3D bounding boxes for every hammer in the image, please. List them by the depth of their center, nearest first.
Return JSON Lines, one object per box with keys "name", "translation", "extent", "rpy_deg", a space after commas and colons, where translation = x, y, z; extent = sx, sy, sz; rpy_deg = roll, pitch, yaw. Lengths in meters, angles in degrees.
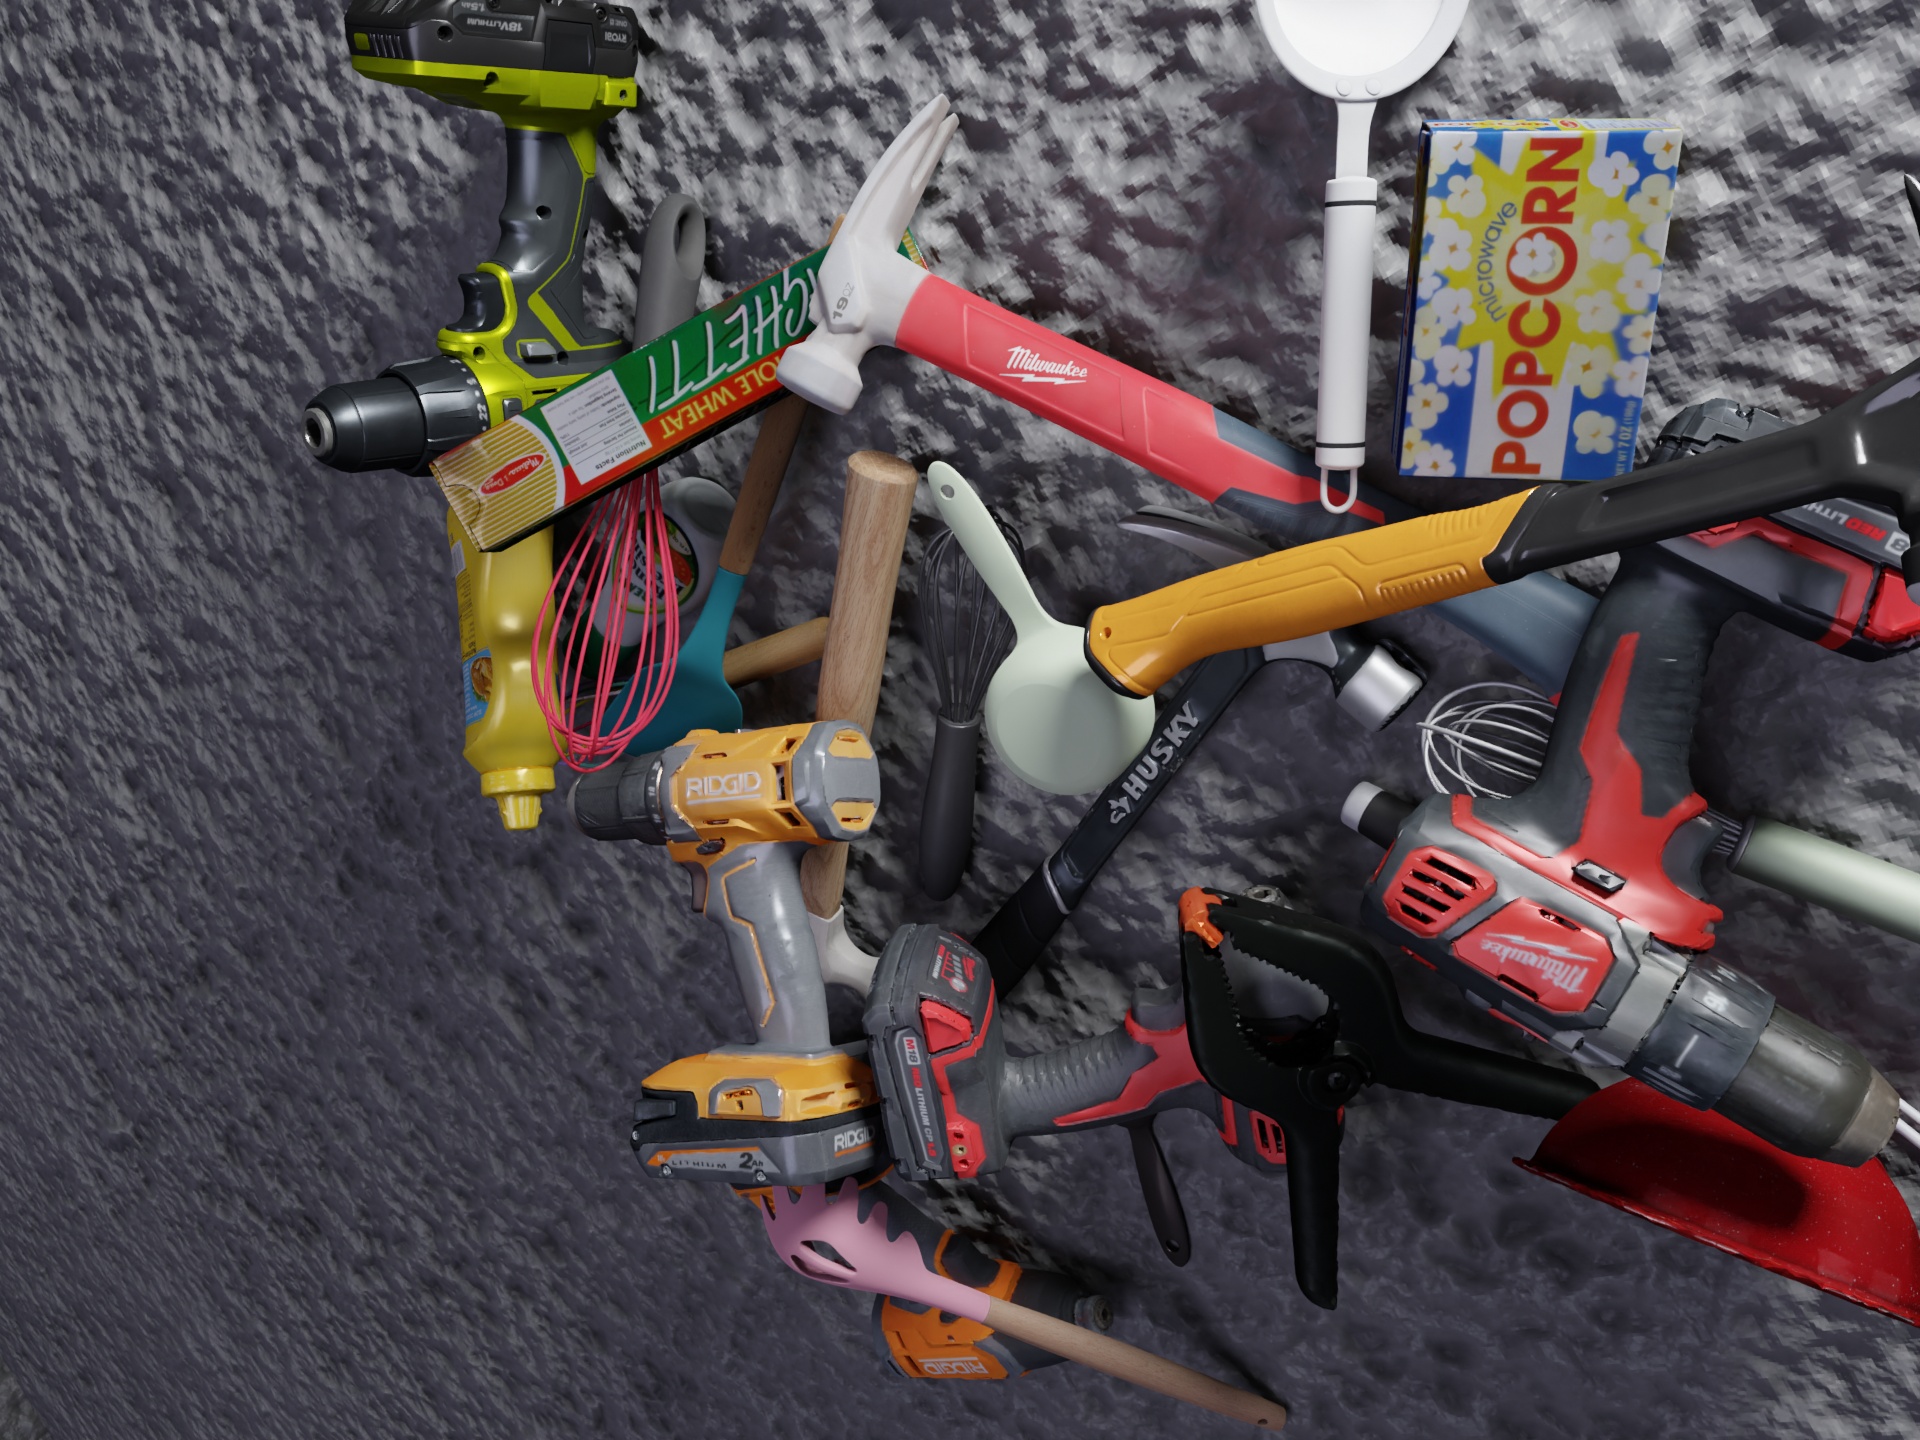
{"name": "hammer", "translation": [0.177, -0.068, 0.563], "extent": [0.337, 0.034, 0.127], "rpy_deg": [-14, 68, 44]}
{"name": "hammer", "translation": [0.114, -0.124, 0.665], "extent": [0.386, 0.038, 0.143], "rpy_deg": [29, 95, 14]}
{"name": "hammer", "translation": [0.055, 0.068, 0.808], "extent": [0.149, 0.036, 0.408], "rpy_deg": [43, 128, 12]}
{"name": "hammer", "translation": [-0.066, 0.011, 0.845], "extent": [0.130, 0.031, 0.331], "rpy_deg": [23, 125, 17]}

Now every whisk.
{"name": "whisk", "translation": [0.299, 0.045, 0.626], "extent": [0.246, 0.059, 0.058], "rpy_deg": [23, 92, 19]}
{"name": "whisk", "translation": [-0.163, -0.120, 0.796], "extent": [0.073, 0.073, 0.296], "rpy_deg": [7, 87, 32]}
{"name": "whisk", "translation": [-0.002, -0.003, 0.811], "extent": [0.055, 0.055, 0.238], "rpy_deg": [23, 126, 24]}
{"name": "whisk", "translation": [-0.164, -0.014, 0.917], "extent": [0.245, 0.047, 0.051], "rpy_deg": [-17, 99, 35]}

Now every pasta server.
{"name": "pasta server", "translation": [0.038, 0.320, 0.857], "extent": [0.316, 0.040, 0.060], "rpy_deg": [24, 121, -11]}

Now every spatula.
{"name": "spatula", "translation": [-0.110, -0.105, 0.818], "extent": [0.082, 0.044, 0.317], "rpy_deg": [20, 109, -8]}

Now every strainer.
{"name": "strainer", "translation": [0.145, -0.207, 0.600], "extent": [0.050, 0.087, 0.258], "rpy_deg": [-134, 41, -71]}

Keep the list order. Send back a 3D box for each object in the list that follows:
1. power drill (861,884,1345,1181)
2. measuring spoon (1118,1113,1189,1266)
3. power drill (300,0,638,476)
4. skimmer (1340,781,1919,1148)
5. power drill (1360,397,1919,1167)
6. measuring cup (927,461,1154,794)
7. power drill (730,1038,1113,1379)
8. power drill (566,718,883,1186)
{"name": "power drill", "translation": [0.071, 0.151, 0.771], "extent": [0.219, 0.079, 0.143], "rpy_deg": [-5, 113, 11]}
{"name": "measuring spoon", "translation": [0.102, 0.248, 0.867], "extent": [0.034, 0.018, 0.124], "rpy_deg": [-8, 106, 36]}
{"name": "power drill", "translation": [-0.233, -0.230, 0.774], "extent": [0.080, 0.190, 0.228], "rpy_deg": [20, 116, 34]}
{"name": "skimmer", "translation": [0.314, 0.094, 0.609], "extent": [0.364, 0.127, 0.090], "rpy_deg": [32, 130, 31]}
{"name": "power drill", "translation": [0.272, 0.025, 0.555], "extent": [0.188, 0.080, 0.226], "rpy_deg": [31, 99, 20]}
{"name": "measuring cup", "translation": [0.024, -0.039, 0.718], "extent": [0.083, 0.038, 0.167], "rpy_deg": [-22, 107, 36]}
{"name": "power drill", "translation": [-0.022, 0.291, 0.914], "extent": [0.164, 0.084, 0.226], "rpy_deg": [-20, 114, 38]}
{"name": "power drill", "translation": [-0.127, 0.117, 0.826], "extent": [0.185, 0.084, 0.226], "rpy_deg": [-6, 84, 30]}
